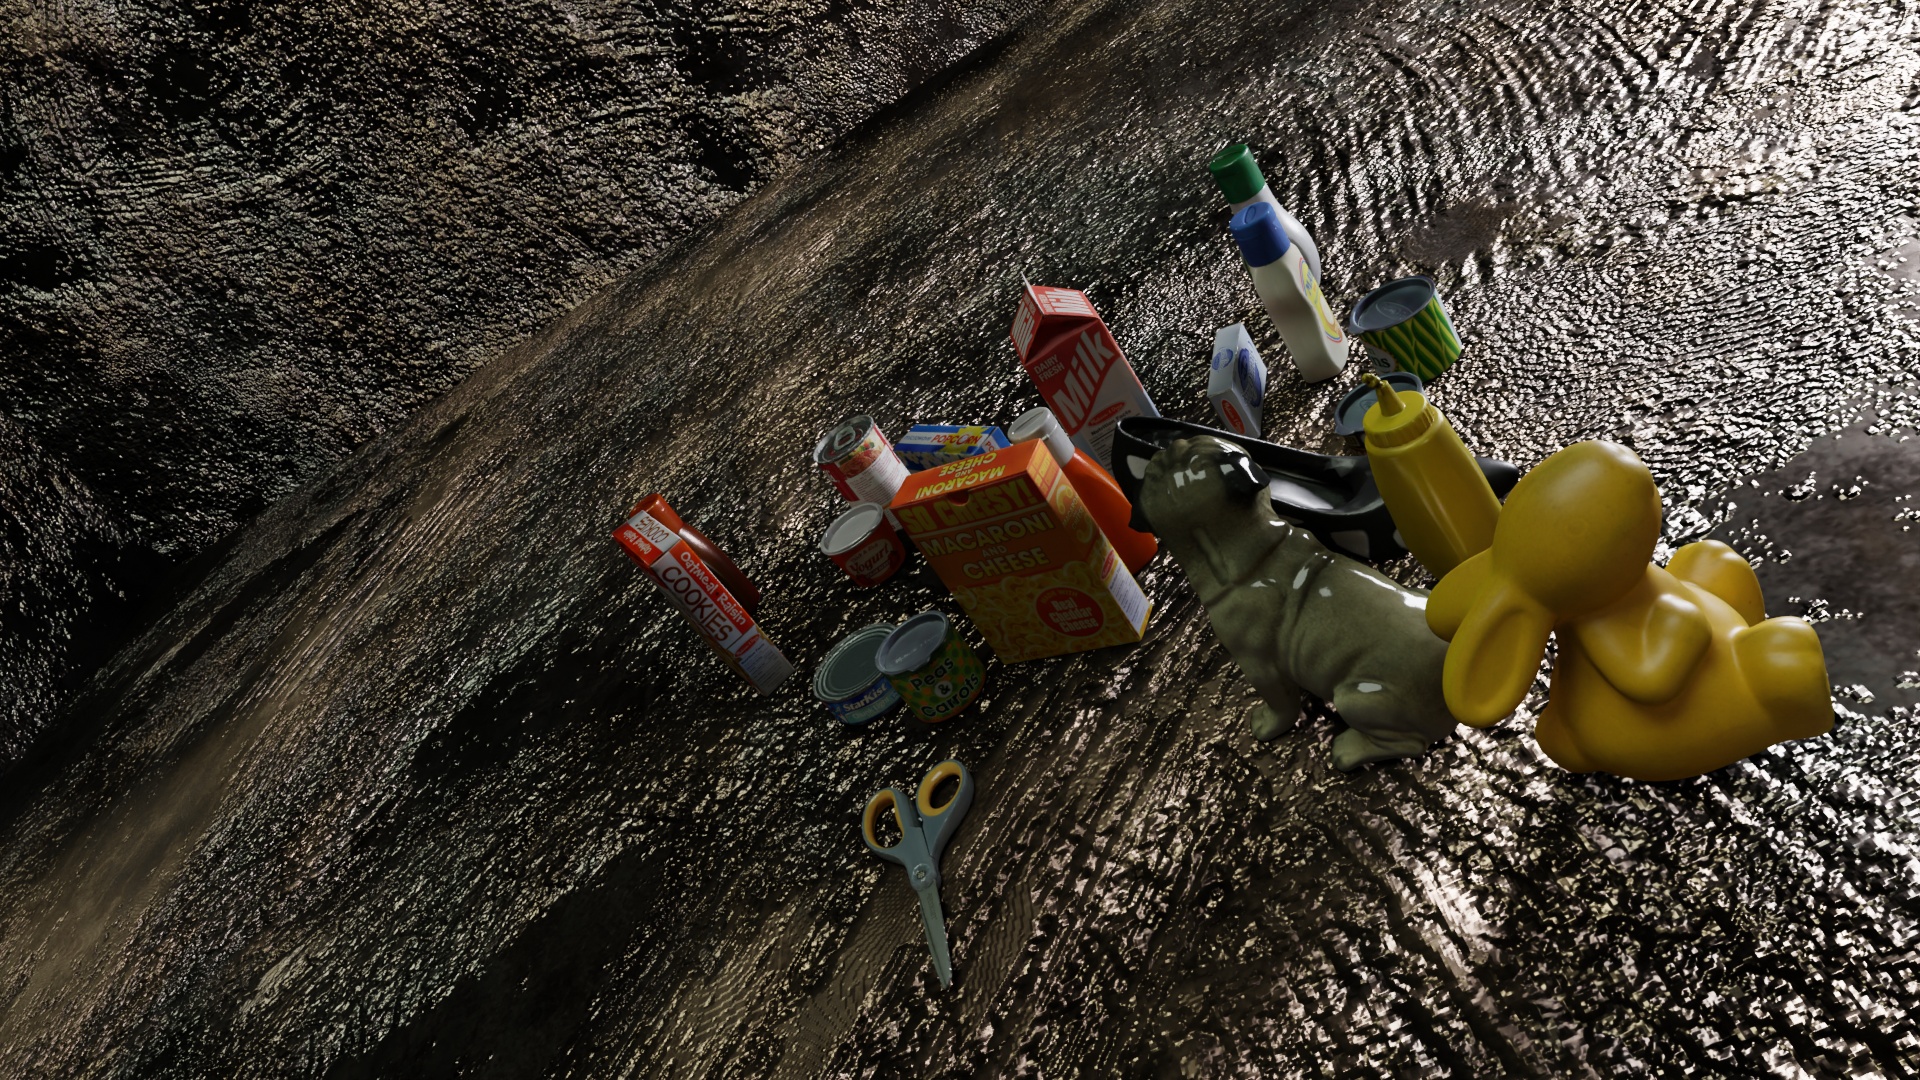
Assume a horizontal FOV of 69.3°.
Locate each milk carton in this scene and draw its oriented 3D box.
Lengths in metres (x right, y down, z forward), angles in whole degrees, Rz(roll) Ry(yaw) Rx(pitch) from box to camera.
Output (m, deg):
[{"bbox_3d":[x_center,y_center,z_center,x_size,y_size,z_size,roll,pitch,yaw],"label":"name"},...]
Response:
[{"bbox_3d":[0.102,-0.133,1.139,0.073,0.190,0.072,-32,28,9],"label":"milk carton"}]

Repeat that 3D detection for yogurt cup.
[{"bbox_3d":[-0.087,0.006,1.283,0.072,0.053,0.073,-27,29,16],"label":"yogurt cup"}]

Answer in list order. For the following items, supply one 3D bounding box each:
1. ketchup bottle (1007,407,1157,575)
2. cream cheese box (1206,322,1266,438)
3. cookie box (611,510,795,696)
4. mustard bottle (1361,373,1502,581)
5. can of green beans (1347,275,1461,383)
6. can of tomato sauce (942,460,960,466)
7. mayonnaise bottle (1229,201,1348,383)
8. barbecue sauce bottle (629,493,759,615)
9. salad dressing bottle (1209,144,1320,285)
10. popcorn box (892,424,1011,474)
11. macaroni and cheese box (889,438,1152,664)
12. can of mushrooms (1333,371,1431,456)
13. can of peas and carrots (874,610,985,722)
[{"bbox_3d":[0.088,-0.033,1.044,0.065,0.148,0.044,-36,27,1],"label":"ketchup bottle"},{"bbox_3d":[0.228,-0.129,1.140,0.024,0.053,0.104,-19,32,29],"label":"cream cheese box"},{"bbox_3d":[-0.233,0.056,1.246,0.040,0.167,0.123,-43,28,-13],"label":"cookie box"},{"bbox_3d":[0.279,-0.040,0.830,0.049,0.159,0.065,-41,28,-10],"label":"mustard bottle"},{"bbox_3d":[0.339,-0.158,1.056,0.071,0.057,0.071,-27,29,16],"label":"can of green beans"},{"bbox_3d":[0.004,-0.015,1.181,0.071,0.083,0.071,-27,29,17],"label":"can of tomato sauce"},{"bbox_3d":[0.262,-0.199,1.108,0.041,0.147,0.065,-18,32,31],"label":"mayonnaise bottle"},{"bbox_3d":[-0.263,0.020,1.356,0.064,0.148,0.044,-21,31,27],"label":"barbecue sauce bottle"},{"bbox_3d":[0.267,-0.277,1.224,0.064,0.147,0.044,-8,38,42],"label":"salad dressing bottle"},{"bbox_3d":[0.006,-0.061,1.249,0.038,0.085,0.126,-49,30,-23],"label":"popcorn box"},{"bbox_3d":[0.044,0.013,1.003,0.123,0.166,0.040,-14,35,36],"label":"macaroni and cheese box"},{"bbox_3d":[0.307,-0.088,1.009,0.071,0.033,0.071,-27,29,16],"label":"can of mushrooms"},{"bbox_3d":[-0.022,0.098,1.061,0.071,0.058,0.071,-27,29,16],"label":"can of peas and carrots"}]
